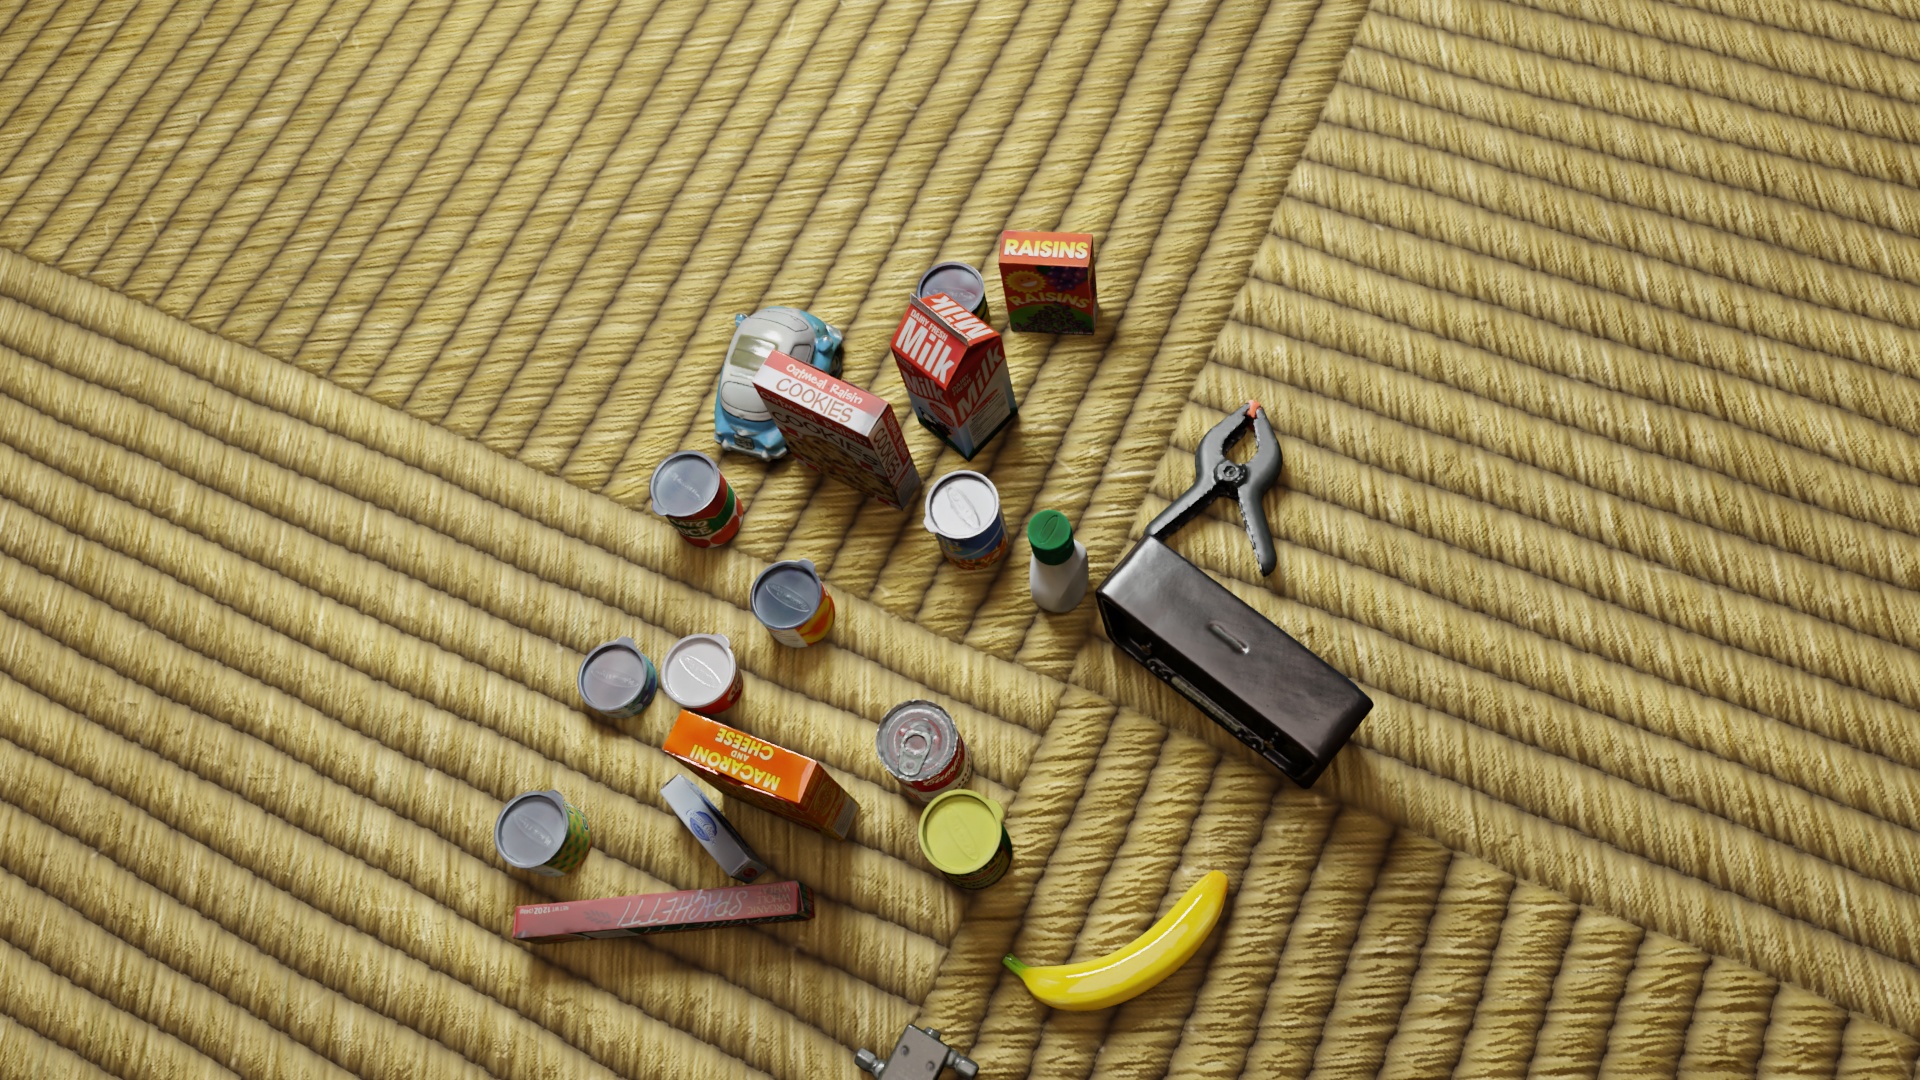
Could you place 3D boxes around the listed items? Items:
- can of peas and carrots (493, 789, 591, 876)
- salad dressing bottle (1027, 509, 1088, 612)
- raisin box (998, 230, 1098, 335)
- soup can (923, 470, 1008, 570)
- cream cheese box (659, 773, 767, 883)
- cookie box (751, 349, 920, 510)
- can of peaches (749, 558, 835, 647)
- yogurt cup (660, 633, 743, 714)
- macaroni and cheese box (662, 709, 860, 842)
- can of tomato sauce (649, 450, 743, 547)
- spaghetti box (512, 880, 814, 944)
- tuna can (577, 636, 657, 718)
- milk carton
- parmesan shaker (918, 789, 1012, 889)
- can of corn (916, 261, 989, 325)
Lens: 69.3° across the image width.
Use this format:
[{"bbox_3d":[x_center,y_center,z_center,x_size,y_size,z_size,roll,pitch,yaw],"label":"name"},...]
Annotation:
[{"bbox_3d":[-0.362,0.255,1.213,0.071,0.058,0.071,-3,68,7],"label":"can of peas and carrots"},{"bbox_3d":[0.083,0.017,1.199,0.044,0.147,0.064,26,74,17],"label":"salad dressing bottle"},{"bbox_3d":[0.086,-0.244,1.319,0.086,0.123,0.040,5,69,10],"label":"raisin box"},{"bbox_3d":[0.004,-0.016,1.259,0.071,0.083,0.071,-3,68,7],"label":"soup can"},{"bbox_3d":[-0.213,0.249,1.197,0.024,0.053,0.104,-42,69,-9],"label":"cream cheese box"},{"bbox_3d":[-0.109,-0.098,1.263,0.123,0.167,0.040,26,74,17],"label":"cookie box"},{"bbox_3d":[-0.150,0.057,1.265,0.071,0.058,0.071,-3,68,7],"label":"can of peaches"},{"bbox_3d":[-0.229,0.124,1.251,0.072,0.053,0.072,-3,68,7],"label":"yogurt cup"},{"bbox_3d":[-0.161,0.198,1.149,0.124,0.166,0.040,18,72,15],"label":"macaroni and cheese box"},{"bbox_3d":[-0.247,-0.036,1.303,0.071,0.083,0.071,-3,68,7],"label":"can of tomato sauce"},{"bbox_3d":[-0.250,0.316,1.177,0.250,0.050,0.029,-7,67,5],"label":"spaghetti box"},{"bbox_3d":[-0.313,0.126,1.273,0.071,0.032,0.071,-3,68,7],"label":"tuna can"},{"bbox_3d":[-0.006,-0.155,1.259,0.072,0.190,0.073,40,79,20],"label":"milk carton"},{"bbox_3d":[0.009,0.246,1.140,0.071,0.102,0.071,-3,68,7],"label":"parmesan shaker"},{"bbox_3d":[-0.007,-0.228,1.361,0.071,0.058,0.071,-3,68,7],"label":"can of corn"}]
